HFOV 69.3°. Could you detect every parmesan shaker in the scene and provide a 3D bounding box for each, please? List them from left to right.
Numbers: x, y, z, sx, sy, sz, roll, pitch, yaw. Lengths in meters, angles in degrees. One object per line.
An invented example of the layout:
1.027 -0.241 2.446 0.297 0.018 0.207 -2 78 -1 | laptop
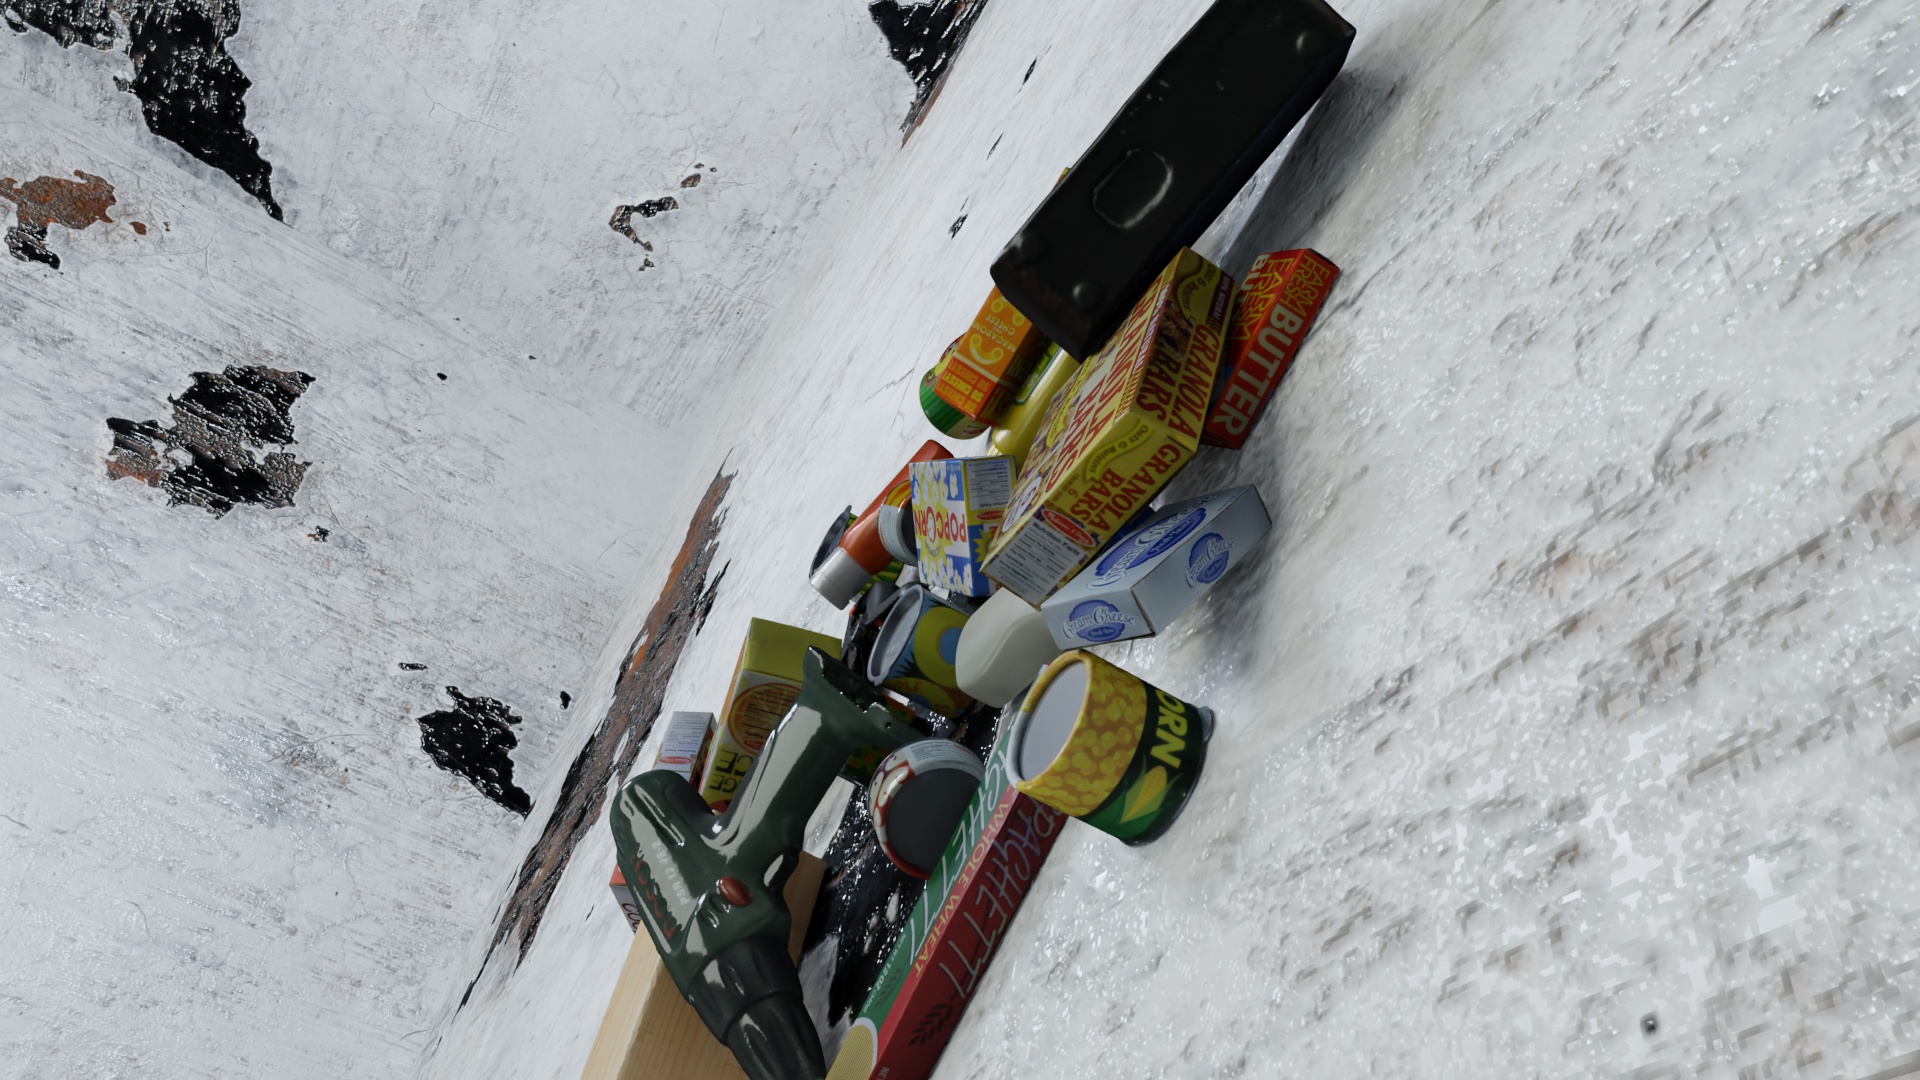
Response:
0.022 -0.128 1.064 0.102 0.071 0.071 -37 29 55 | parmesan shaker

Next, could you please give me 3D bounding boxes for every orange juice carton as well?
-0.152 0.160 1.056 0.072 0.073 0.191 -94 22 -61 | orange juice carton

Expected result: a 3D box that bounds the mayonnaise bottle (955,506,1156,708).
0.052 0.031 0.741 0.147 0.041 0.065 -44 23 42 | mayonnaise bottle

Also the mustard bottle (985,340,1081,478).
0.058 -0.084 0.899 0.159 0.049 0.065 -56 11 17 | mustard bottle

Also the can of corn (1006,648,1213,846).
0.062 0.085 0.585 0.071 0.058 0.071 -54 18 26 | can of corn

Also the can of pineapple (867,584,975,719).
-0.017 0.071 0.854 0.070 0.058 0.071 -54 17 25 | can of pineapple

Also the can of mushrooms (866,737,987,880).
-0.013 0.140 0.712 0.071 0.071 0.033 -61 17 3 | can of mushrooms

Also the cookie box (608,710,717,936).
-0.221 0.241 1.116 0.168 0.040 0.122 -78 -16 -46 | cookie box

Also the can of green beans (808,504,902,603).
-0.085 0.017 1.158 0.071 0.058 0.071 -54 17 25 | can of green beans

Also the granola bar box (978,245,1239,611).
0.077 -0.058 0.684 0.123 0.039 0.166 -49 11 39 | granola bar box

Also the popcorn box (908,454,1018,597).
0.003 -0.011 0.899 0.126 0.038 0.085 -172 75 -73 | popcorn box

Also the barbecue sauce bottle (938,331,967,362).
0.029 -0.160 1.130 0.065 0.043 0.148 -64 16 -21 | barbecue sauce bottle

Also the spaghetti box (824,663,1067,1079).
0.002 0.176 0.668 0.250 0.028 0.050 -62 17 -2 | spaghetti box

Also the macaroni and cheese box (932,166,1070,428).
0.056 -0.154 0.934 0.166 0.040 0.124 -58 -17 8 | macaroni and cheese box

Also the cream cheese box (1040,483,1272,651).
0.085 0.011 0.594 0.053 0.024 0.104 -16 14 46 | cream cheese box

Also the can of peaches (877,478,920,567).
-0.019 -0.013 0.992 0.071 0.071 0.058 -63 15 -5 | can of peaches

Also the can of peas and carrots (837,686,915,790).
-0.069 0.127 0.912 0.059 0.071 0.071 -65 16 -12 | can of peas and carrots

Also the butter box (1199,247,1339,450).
0.145 -0.096 0.696 0.103 0.024 0.053 -61 15 1 | butter box

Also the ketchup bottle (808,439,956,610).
-0.057 -0.012 1.085 0.149 0.043 0.065 -48 7 -2 | ketchup bottle
